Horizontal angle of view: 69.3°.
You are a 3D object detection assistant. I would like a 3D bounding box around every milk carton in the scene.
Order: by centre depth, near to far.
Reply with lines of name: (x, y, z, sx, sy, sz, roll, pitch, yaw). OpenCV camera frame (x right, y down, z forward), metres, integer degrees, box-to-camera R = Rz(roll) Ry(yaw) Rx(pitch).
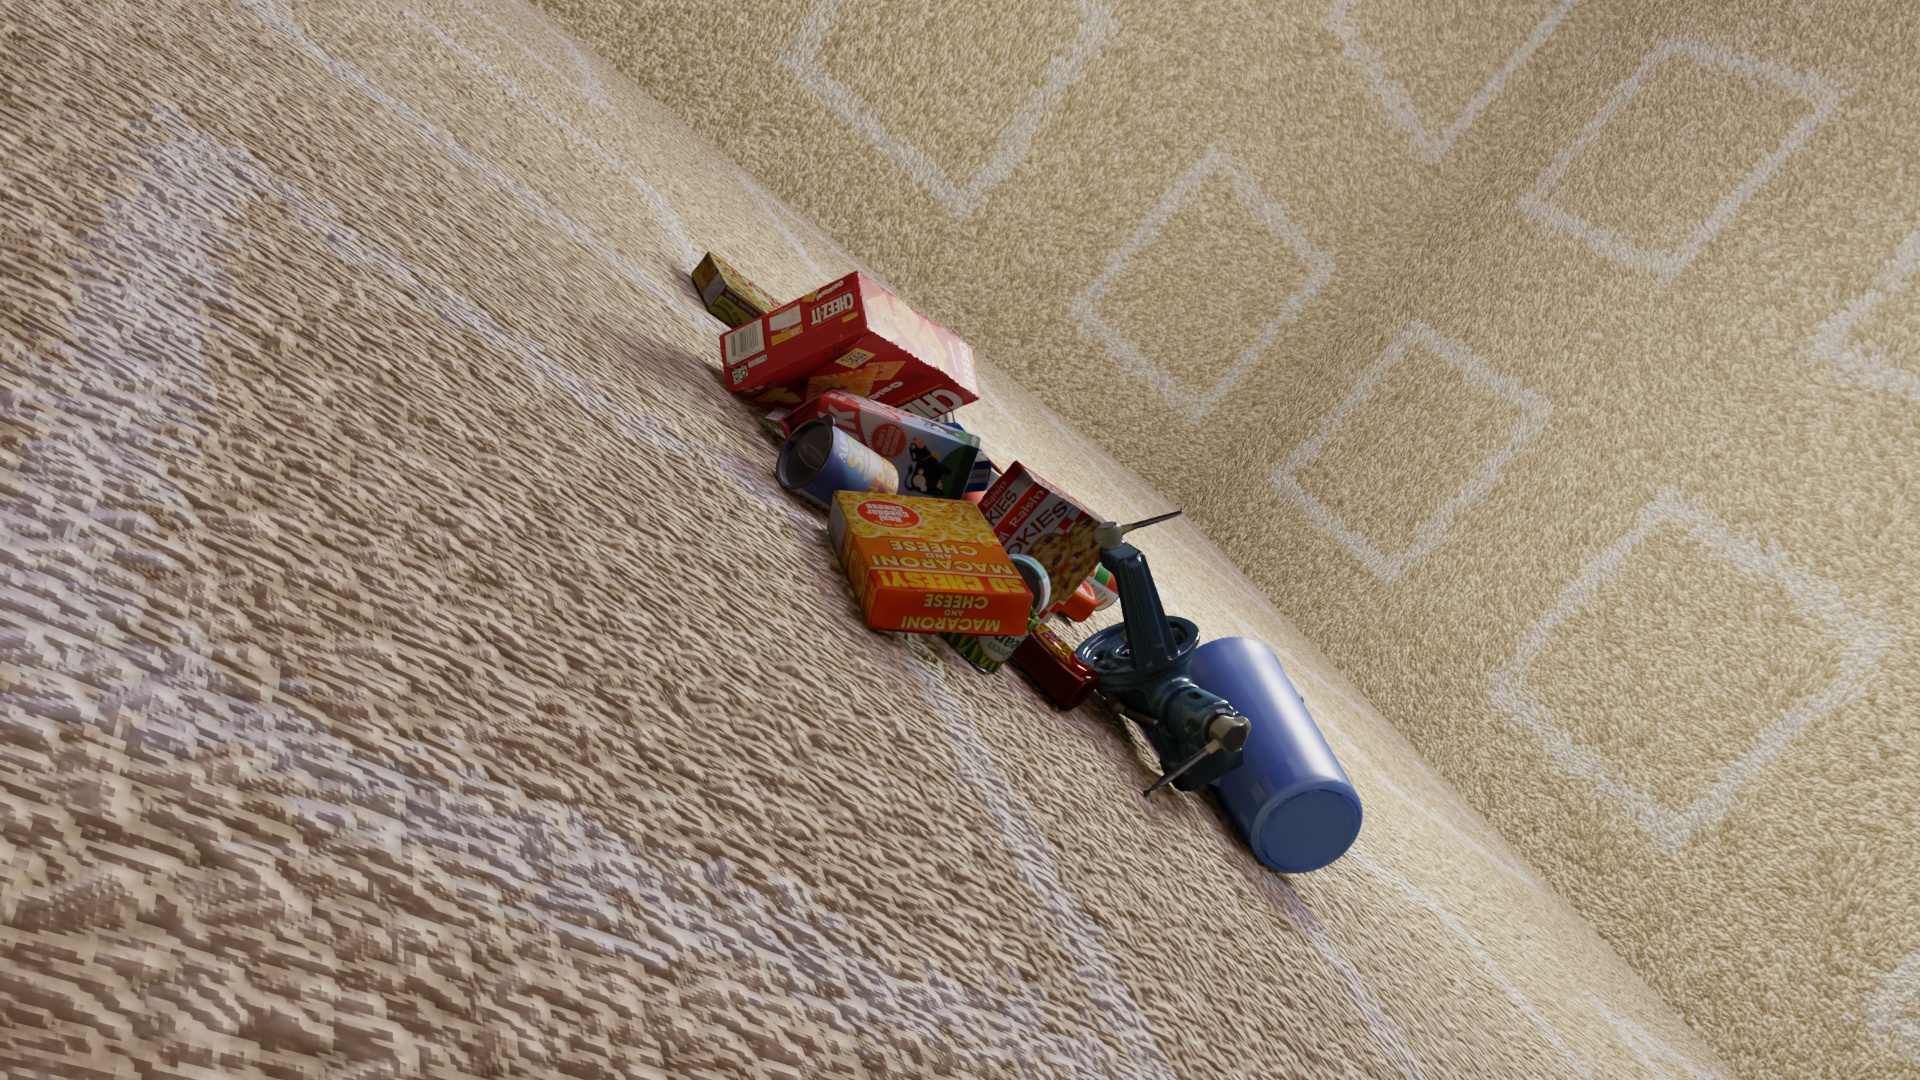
milk carton: (-0.083, -0.088, 1.278, 0.191, 0.073, 0.072, 19, 12, -1)

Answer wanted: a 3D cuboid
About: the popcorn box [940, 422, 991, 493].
popcorn box: (-0.044, -0.080, 1.387, 0.127, 0.038, 0.085, -6, 35, -24)

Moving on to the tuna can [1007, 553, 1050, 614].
tuna can: (0.047, 0.045, 1.301, 0.071, 0.071, 0.033, 42, 11, 6)

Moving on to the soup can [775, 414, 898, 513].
soup can: (-0.102, -0.058, 1.179, 0.083, 0.071, 0.071, 32, 14, -42)

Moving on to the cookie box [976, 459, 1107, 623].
cookie box: (0.070, 0.004, 1.387, 0.167, 0.122, 0.040, 29, 15, -48)

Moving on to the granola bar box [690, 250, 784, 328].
granola bar box: (-0.231, -0.260, 1.629, 0.165, 0.039, 0.124, 33, 13, -33)

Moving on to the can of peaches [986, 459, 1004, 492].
can of peaches: (0.012, -0.078, 1.693, 0.071, 0.058, 0.071, 39, 11, -9)

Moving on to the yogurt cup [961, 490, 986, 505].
yogurt cup: (0.005, -0.018, 1.416, 0.072, 0.072, 0.054, 33, 21, -39)

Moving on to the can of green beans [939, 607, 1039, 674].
can of green beans: (0.023, 0.067, 1.147, 0.071, 0.057, 0.071, 39, 11, -9)

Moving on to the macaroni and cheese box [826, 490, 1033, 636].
macaroni and cheese box: (-0.027, 0.017, 1.084, 0.124, 0.040, 0.167, 4, 26, -19)

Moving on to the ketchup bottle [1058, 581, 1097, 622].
ketchup bottle: (0.084, 0.036, 1.524, 0.148, 0.043, 0.065, 33, 13, -34)

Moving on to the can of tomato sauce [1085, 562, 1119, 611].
can of tomato sauce: (0.146, 0.038, 1.668, 0.083, 0.071, 0.071, 31, 14, -40)

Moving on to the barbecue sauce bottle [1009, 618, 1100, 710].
barbecue sauce bottle: (0.056, 0.085, 1.227, 0.149, 0.043, 0.065, 44, 12, 19)
